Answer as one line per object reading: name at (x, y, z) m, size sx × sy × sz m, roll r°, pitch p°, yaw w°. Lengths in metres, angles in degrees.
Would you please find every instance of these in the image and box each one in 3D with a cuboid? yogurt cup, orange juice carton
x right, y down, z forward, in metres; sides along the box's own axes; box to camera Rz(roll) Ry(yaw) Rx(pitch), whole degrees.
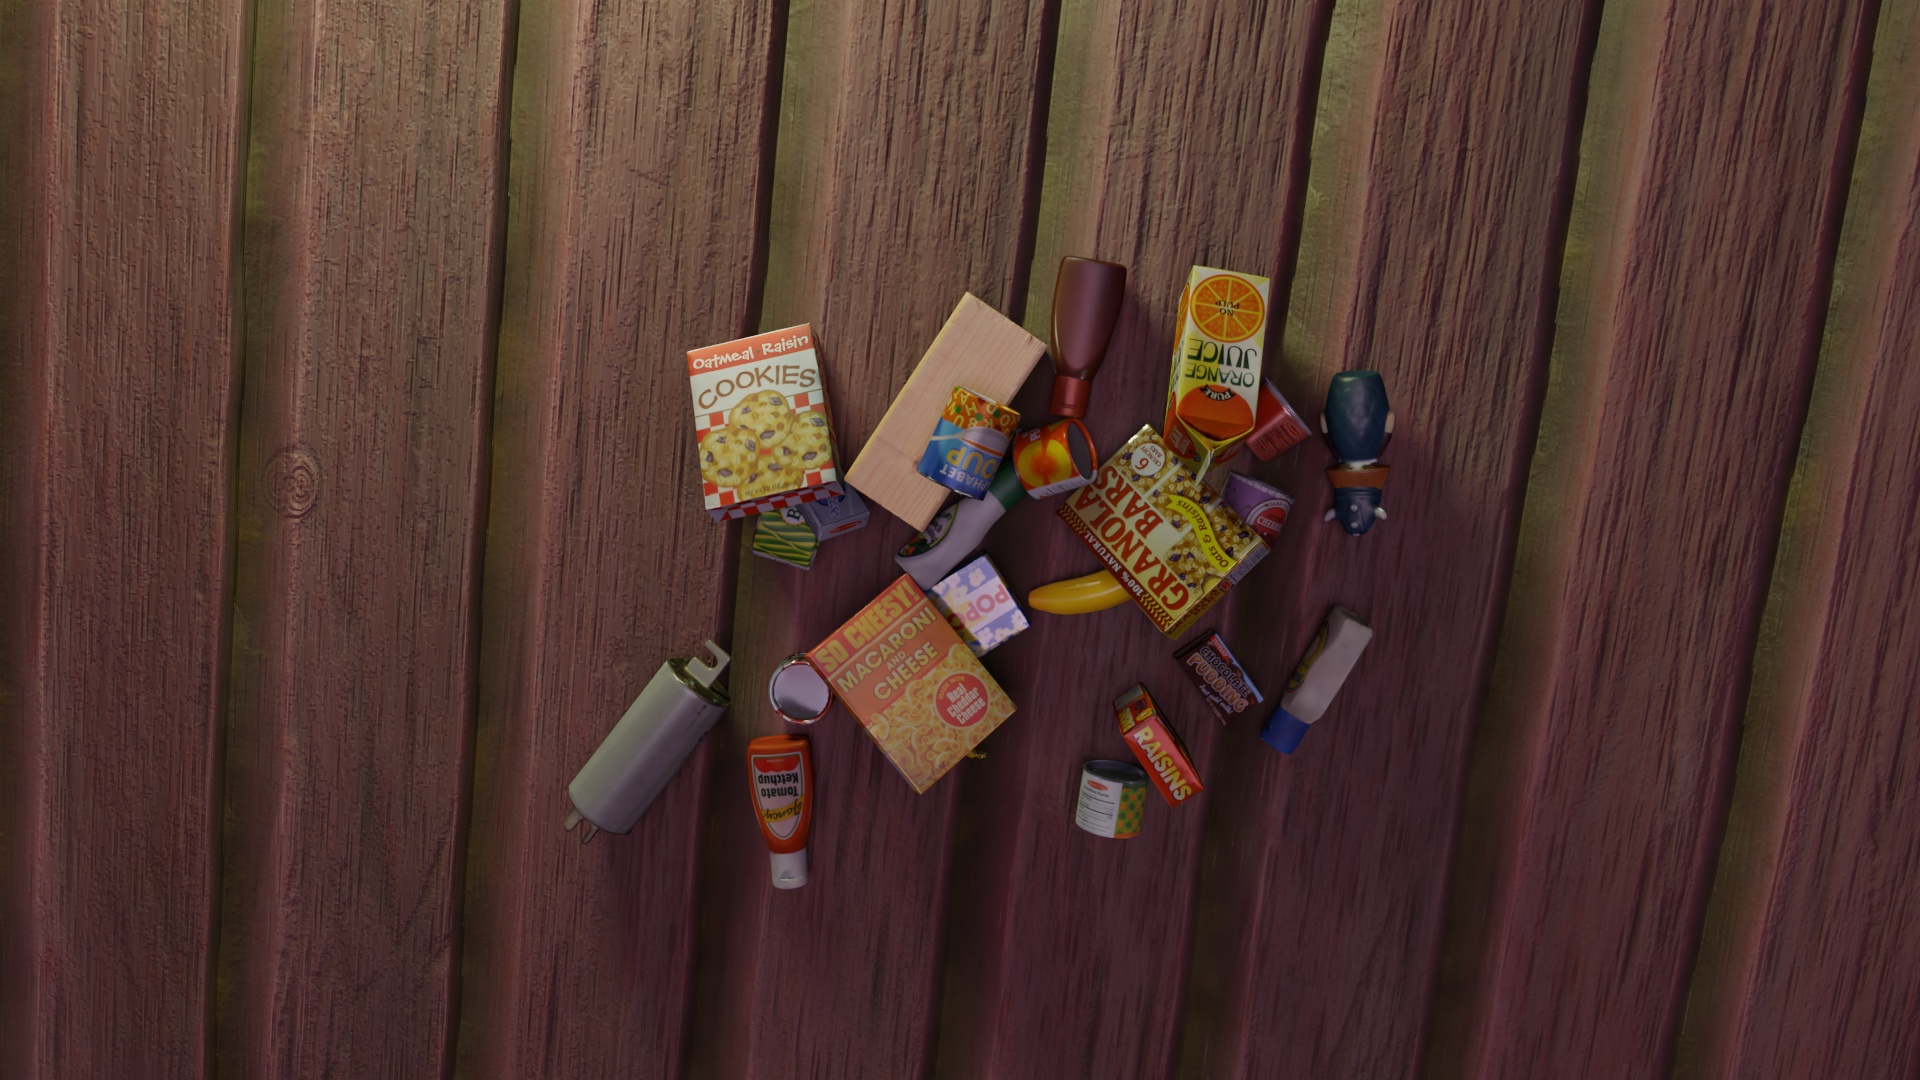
yogurt cup at (0.290, -0.110, 1.309) m, size 0.054 × 0.072 × 0.072 m, roll -40°, pitch 95°, yaw 15°
orange juice carton at (0.230, -0.145, 1.263) m, size 0.073 × 0.071 × 0.193 m, roll 9°, pitch 72°, yaw 1°

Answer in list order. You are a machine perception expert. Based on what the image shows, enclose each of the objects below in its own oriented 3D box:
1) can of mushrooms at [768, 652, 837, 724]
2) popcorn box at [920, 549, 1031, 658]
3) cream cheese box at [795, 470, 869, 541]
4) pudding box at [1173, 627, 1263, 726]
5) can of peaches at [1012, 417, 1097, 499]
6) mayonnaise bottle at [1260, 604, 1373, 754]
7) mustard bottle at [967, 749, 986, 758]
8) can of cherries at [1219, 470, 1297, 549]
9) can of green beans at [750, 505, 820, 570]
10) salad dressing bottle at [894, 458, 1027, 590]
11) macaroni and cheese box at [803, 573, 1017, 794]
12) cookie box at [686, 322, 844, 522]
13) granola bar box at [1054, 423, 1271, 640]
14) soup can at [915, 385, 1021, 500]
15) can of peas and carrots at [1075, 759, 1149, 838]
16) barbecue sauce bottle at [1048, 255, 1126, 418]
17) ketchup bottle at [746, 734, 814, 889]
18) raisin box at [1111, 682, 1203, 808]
can of mushrooms at (-0.153, 0.146, 1.369) m, size 0.071 × 0.033 × 0.071 m, roll 0°, pitch 97°, yaw 2°
popcorn box at (-0.006, 0.078, 1.353) m, size 0.126 × 0.038 × 0.085 m, roll -32°, pitch 96°, yaw 6°
cream cheese box at (-0.135, -0.050, 1.310) m, size 0.053 × 0.024 × 0.104 m, roll -19°, pitch 60°, yaw -30°
pudding box at (0.252, 0.134, 1.359) m, size 0.049 × 0.030 × 0.083 m, roll -35°, pitch 96°, yaw 5°
can of peaches at (0.089, -0.080, 1.306) m, size 0.058 × 0.071 × 0.071 m, roll -16°, pitch 98°, yaw 29°
mayonnaise bottle at (0.342, 0.136, 1.343) m, size 0.041 × 0.065 × 0.147 m, roll 28°, pitch 101°, yaw -3°
mustard bottle at (-0.044, 0.173, 1.356) m, size 0.160 × 0.065 × 0.049 m, roll 33°, pitch 93°, yaw -6°
can of cherries at (0.277, -0.027, 1.316) m, size 0.071 × 0.071 × 0.058 m, roll 23°, pitch 98°, yaw -2°
can of green beans at (-0.163, -0.010, 1.331) m, size 0.058 × 0.071 × 0.071 m, roll 17°, pitch 98°, yaw -1°
salad dressing bottle at (0.005, -0.017, 1.330) m, size 0.148 × 0.064 × 0.044 m, roll -42°, pitch 112°, yaw -4°
macaroni and cheese box at (-0.047, 0.134, 1.304) m, size 0.124 × 0.040 × 0.166 m, roll -40°, pitch 94°, yaw -14°
cookie box at (-0.182, -0.111, 1.295) m, size 0.123 × 0.040 × 0.168 m, roll -12°, pitch 68°, yaw 3°
granola bar box at (0.186, -0.009, 1.295) m, size 0.124 × 0.039 × 0.166 m, roll -44°, pitch 62°, yaw 7°
soup can at (0.009, -0.085, 1.224) m, size 0.071 × 0.071 × 0.083 m, roll 25°, pitch 98°, yaw -2°
can of peas and carrots at (0.150, 0.252, 1.362) m, size 0.071 × 0.071 × 0.058 m, roll 8°, pitch 99°, yaw 0°
barbecue sauce bottle at (0.114, -0.191, 1.311) m, size 0.065 × 0.044 × 0.148 m, roll 10°, pitch 99°, yaw 1°
ketchup bottle at (-0.175, 0.270, 1.382) m, size 0.065 × 0.043 × 0.148 m, roll -4°, pitch 98°, yaw 2°
raisin box at (0.187, 0.193, 1.322) m, size 0.040 × 0.123 × 0.086 m, roll -33°, pitch 96°, yaw 6°
